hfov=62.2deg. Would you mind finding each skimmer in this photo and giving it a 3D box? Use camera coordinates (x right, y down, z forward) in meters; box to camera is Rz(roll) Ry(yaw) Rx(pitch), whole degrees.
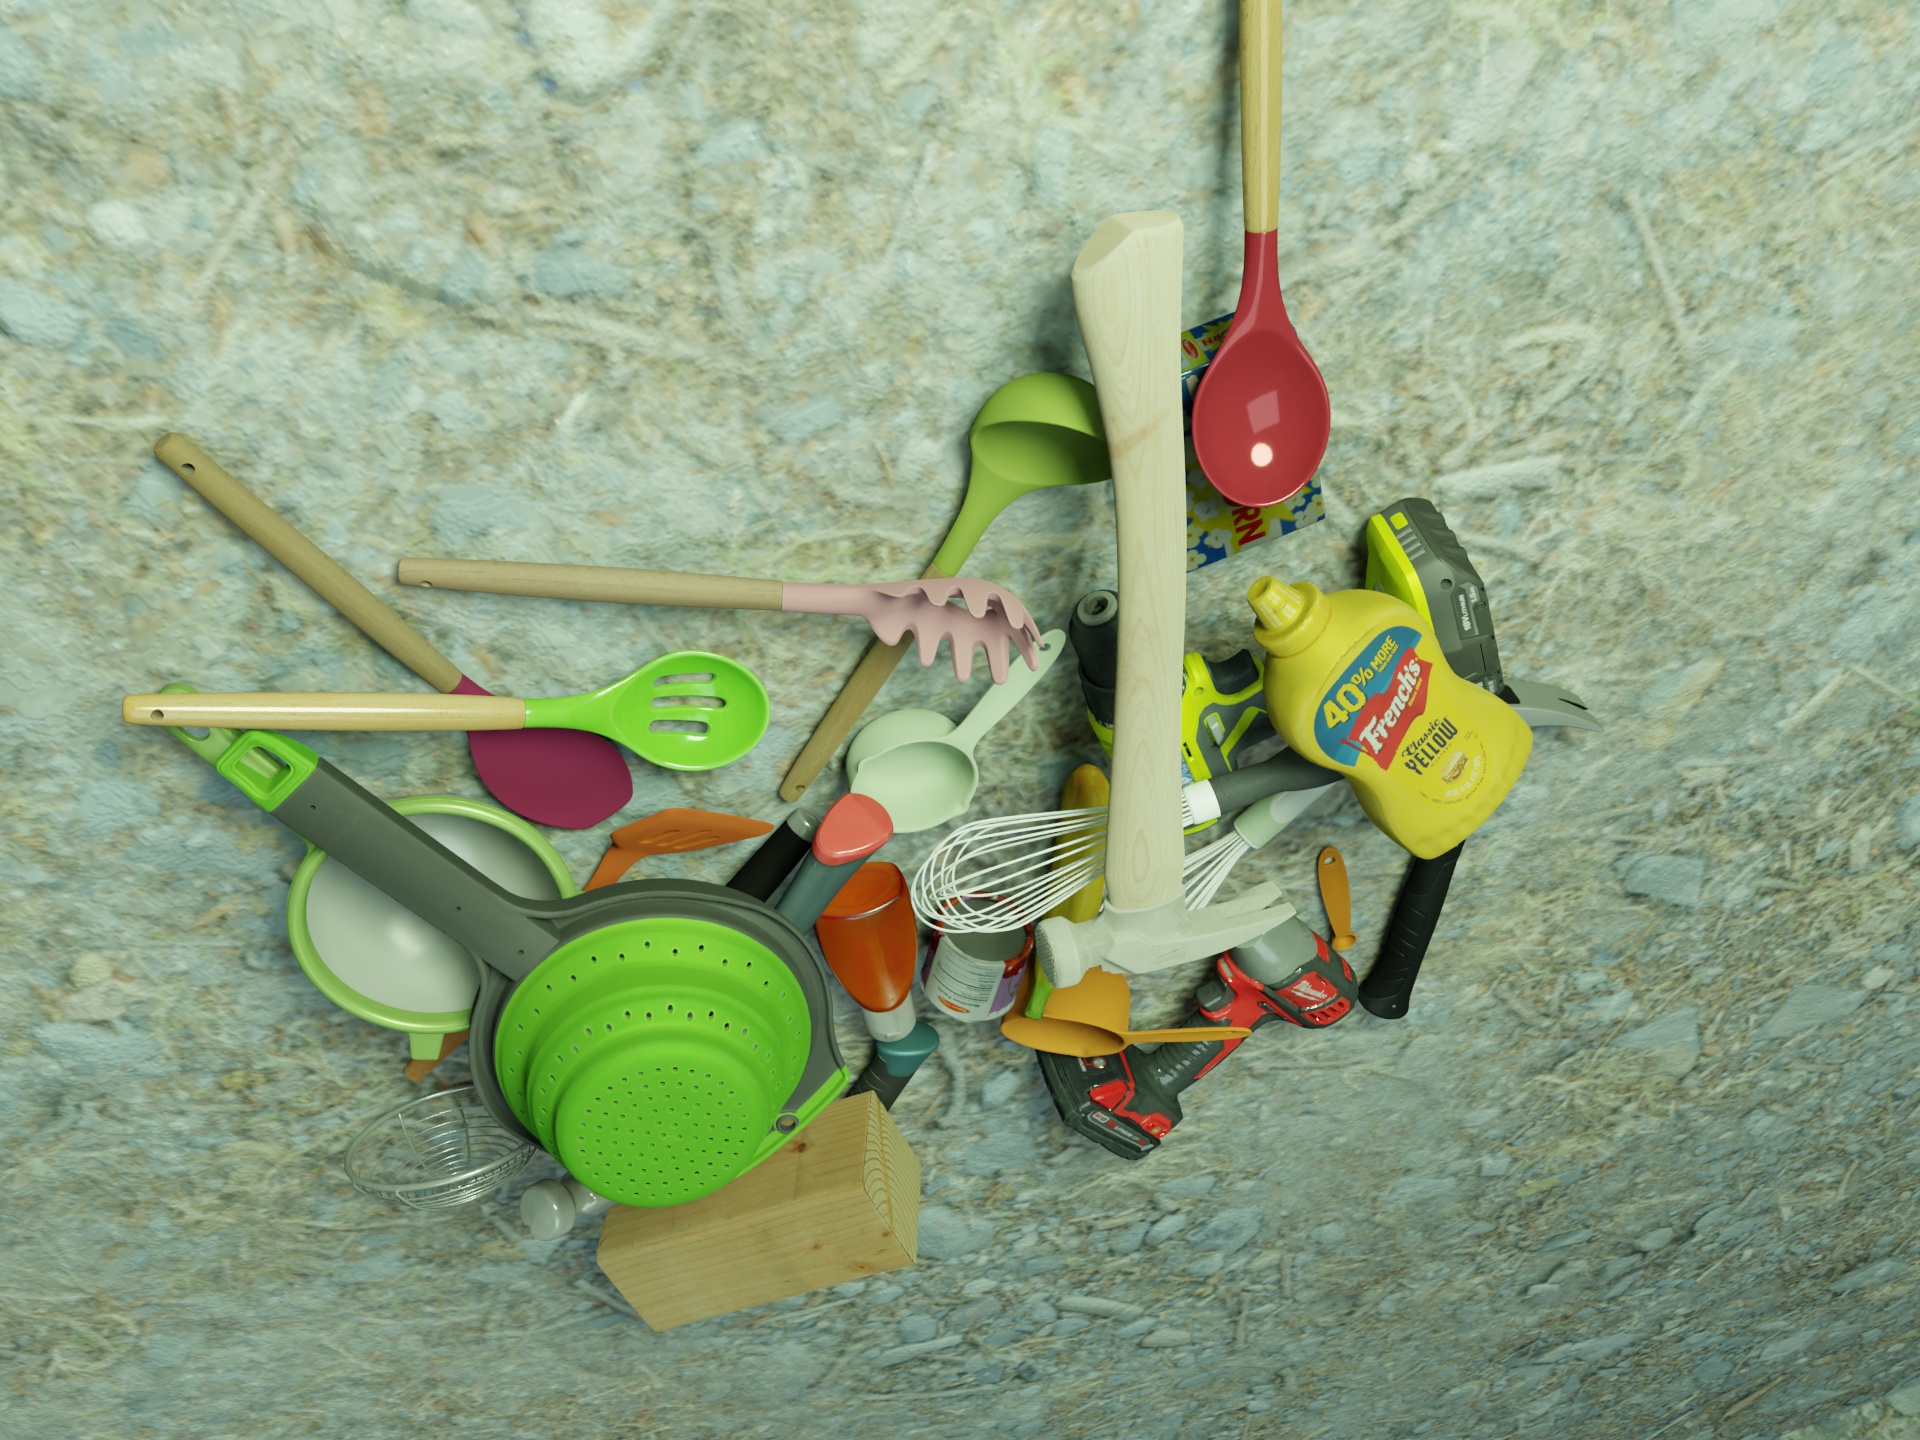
[{"bbox_3d":[-0.233,0.170,0.982,0.090,0.127,0.363,41,101,-11],"label":"skimmer"}]

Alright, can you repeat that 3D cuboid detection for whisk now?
[{"bbox_3d":[0.107,0.058,0.904,0.284,0.070,0.070,-19,135,1],"label":"whisk"},{"bbox_3d":[0.183,0.080,1.049,0.057,0.059,0.246,42,108,-12],"label":"whisk"}]

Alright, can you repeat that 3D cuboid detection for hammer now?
[{"bbox_3d":[0.102,-0.043,0.790,0.146,0.038,0.410,-12,123,-12],"label":"hammer"},{"bbox_3d":[0.341,0.102,1.127,0.146,0.035,0.334,-7,134,-10],"label":"hammer"},{"bbox_3d":[-0.105,0.339,1.208,0.128,0.033,0.331,13,127,-27],"label":"hammer"},{"bbox_3d":[-0.143,0.185,1.001,0.143,0.038,0.386,-16,148,-56],"label":"hammer"}]

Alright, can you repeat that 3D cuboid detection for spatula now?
[{"bbox_3d":[-0.244,0.137,0.965,0.322,0.041,0.081,-42,147,24],"label":"spatula"}]

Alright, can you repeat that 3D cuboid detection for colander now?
[{"bbox_3d":[-0.218,0.146,0.833,0.204,0.095,0.396,-42,118,9],"label":"colander"}]

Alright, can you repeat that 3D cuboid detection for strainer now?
[{"bbox_3d":[-0.321,0.060,0.860,0.151,0.069,0.256,-39,117,7],"label":"strainer"}]

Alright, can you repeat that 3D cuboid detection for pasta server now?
[{"bbox_3d":[-0.116,-0.057,0.788,0.316,0.040,0.060,4,149,-6],"label":"pasta server"}]

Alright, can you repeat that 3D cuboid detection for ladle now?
[{"bbox_3d":[0.132,-0.243,0.703,0.069,0.031,0.315,-11,123,-5],"label":"ladle"},{"bbox_3d":[-0.019,-0.055,0.847,0.078,0.062,0.320,17,128,-28],"label":"ladle"}]

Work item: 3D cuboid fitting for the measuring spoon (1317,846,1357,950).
[{"bbox_3d":[0.271,0.128,1.148,0.021,0.011,0.116,-20,132,2],"label":"measuring spoon"}]

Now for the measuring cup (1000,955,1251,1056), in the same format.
[{"bbox_3d":[0.113,0.192,1.084,0.173,0.052,0.095,-5,151,22],"label":"measuring cup"}]

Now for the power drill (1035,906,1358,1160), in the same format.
[{"bbox_3d":[0.170,0.218,1.155,0.219,0.079,0.143,-38,133,14],"label":"power drill"}]

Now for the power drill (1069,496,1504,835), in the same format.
[{"bbox_3d":[0.181,-0.036,0.915,0.228,0.080,0.190,-23,136,8],"label":"power drill"}]

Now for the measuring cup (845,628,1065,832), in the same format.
[{"bbox_3d":[-0.001,-0.003,0.915,0.083,0.038,0.167,27,118,-36],"label":"measuring cup"}]

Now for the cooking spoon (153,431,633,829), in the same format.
[{"bbox_3d":[-0.276,-0.035,0.807,0.069,0.017,0.318,-32,134,8],"label":"cooking spoon"}]

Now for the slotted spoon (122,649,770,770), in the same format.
[{"bbox_3d":[-0.248,-0.006,0.807,0.313,0.031,0.070,0,112,-29],"label":"slotted spoon"}]
